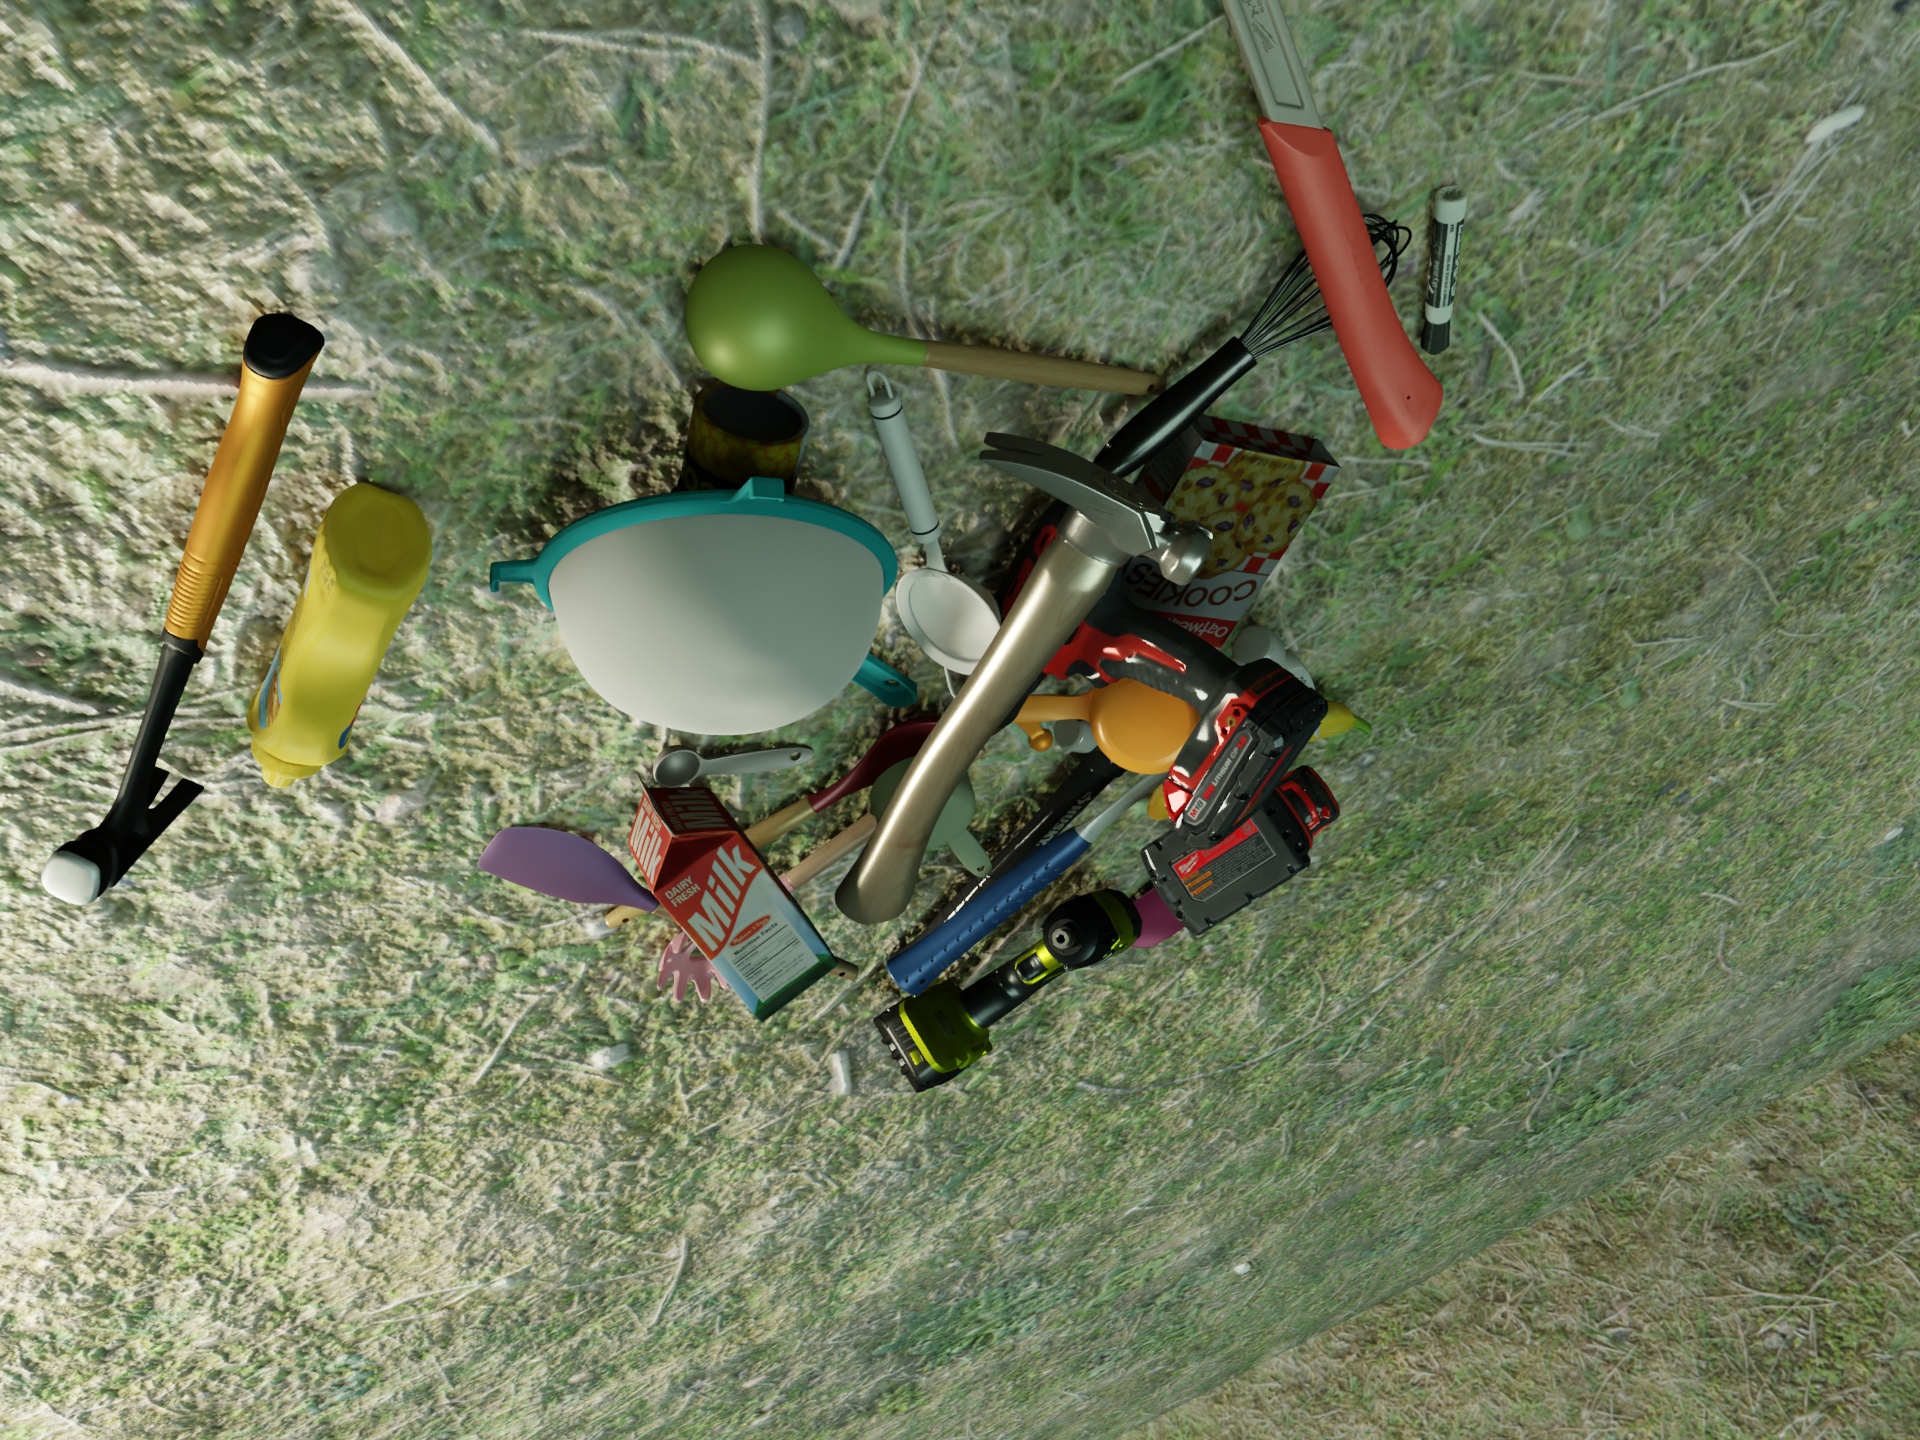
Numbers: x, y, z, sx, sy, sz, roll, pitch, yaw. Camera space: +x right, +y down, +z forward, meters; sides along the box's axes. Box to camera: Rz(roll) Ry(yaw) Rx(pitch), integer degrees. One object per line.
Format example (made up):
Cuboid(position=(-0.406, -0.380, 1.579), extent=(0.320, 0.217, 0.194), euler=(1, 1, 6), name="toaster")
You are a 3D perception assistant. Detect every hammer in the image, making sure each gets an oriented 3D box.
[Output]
Cuboid(position=(0.048, 0.114, 1.307), extent=(0.146, 0.035, 0.334), euler=(9, 132, -43), name="hammer")
Cuboid(position=(-0.401, -0.062, 0.841), extent=(0.034, 0.127, 0.336), euler=(26, 113, -11), name="hammer")
Cuboid(position=(-0.002, -0.003, 1.045), extent=(0.146, 0.038, 0.410), euler=(26, 129, -8), name="hammer")
Cuboid(position=(0.108, 0.085, 1.240), extent=(0.405, 0.035, 0.144), euler=(-40, 144, 14), name="hammer")
Cuboid(position=(0.187, -0.289, 0.875), extent=(0.149, 0.037, 0.358), euler=(-30, 128, 5), name="hammer")

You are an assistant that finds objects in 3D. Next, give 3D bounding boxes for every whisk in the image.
Cuboid(position=(0.175, -0.225, 0.977), extent=(0.239, 0.055, 0.055), euler=(-39, 139, 12), name="whisk")

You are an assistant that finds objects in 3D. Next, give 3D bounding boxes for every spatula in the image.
Cuboid(position=(-0.204, 0.142, 1.185), extent=(0.315, 0.018, 0.059), euler=(26, 117, -32), name="spatula")

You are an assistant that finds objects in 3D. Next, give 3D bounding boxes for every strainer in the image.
Cuboid(position=(-0.018, -0.116, 1.009), extent=(0.050, 0.087, 0.258), euler=(-53, 144, -29), name="strainer")
Cuboid(position=(-0.111, -0.029, 0.975), extent=(0.211, 0.095, 0.340), euler=(-14, 158, 23), name="strainer")

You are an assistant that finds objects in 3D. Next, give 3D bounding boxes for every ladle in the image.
Cuboid(position=(-0.008, -0.214, 0.916), extent=(0.320, 0.062, 0.078), euler=(-2, 127, -36), name="ladle")
Cuboid(position=(-0.131, 0.077, 1.182), extent=(0.315, 0.031, 0.069), euler=(-30, 138, 8), name="ladle")

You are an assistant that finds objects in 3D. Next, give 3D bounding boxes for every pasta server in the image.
Cuboid(position=(-0.108, 0.114, 1.228), extent=(0.316, 0.040, 0.060), euler=(-36, 127, 11), name="pasta server")

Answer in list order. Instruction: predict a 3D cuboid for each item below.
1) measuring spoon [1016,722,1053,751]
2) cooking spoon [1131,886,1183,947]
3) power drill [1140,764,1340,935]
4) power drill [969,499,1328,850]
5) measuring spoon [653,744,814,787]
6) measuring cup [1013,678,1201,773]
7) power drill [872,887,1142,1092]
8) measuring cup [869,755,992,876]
Cuboid(position=(0.045, -0.007, 1.192), extent=(0.021, 0.011, 0.116), euler=(-30, 141, 6), name="measuring spoon")
Cuboid(position=(0.227, 0.099, 1.405), extent=(0.068, 0.017, 0.318), euler=(13, 129, -23), name="cooking spoon")
Cuboid(position=(0.223, 0.100, 1.272), extent=(0.143, 0.078, 0.219), euler=(-35, 171, 17), name="power drill")
Cuboid(position=(0.107, -0.015, 1.060), extent=(0.080, 0.227, 0.187), euler=(-27, 152, -51), name="power drill")
Cuboid(position=(-0.160, 0.026, 1.122), extent=(0.124, 0.018, 0.034), euler=(-5, 131, -34), name="measuring spoon")
Cuboid(position=(0.093, -0.005, 1.137), extent=(0.173, 0.052, 0.095), euler=(-1, 102, 8), name="measuring cup")
Cuboid(position=(0.042, 0.224, 1.366), extent=(0.223, 0.080, 0.171), euler=(-37, 167, 14), name="power drill")
Cuboid(position=(-0.008, 0.087, 1.196), extent=(0.083, 0.038, 0.167), euler=(-27, 138, 8), name="measuring cup")
